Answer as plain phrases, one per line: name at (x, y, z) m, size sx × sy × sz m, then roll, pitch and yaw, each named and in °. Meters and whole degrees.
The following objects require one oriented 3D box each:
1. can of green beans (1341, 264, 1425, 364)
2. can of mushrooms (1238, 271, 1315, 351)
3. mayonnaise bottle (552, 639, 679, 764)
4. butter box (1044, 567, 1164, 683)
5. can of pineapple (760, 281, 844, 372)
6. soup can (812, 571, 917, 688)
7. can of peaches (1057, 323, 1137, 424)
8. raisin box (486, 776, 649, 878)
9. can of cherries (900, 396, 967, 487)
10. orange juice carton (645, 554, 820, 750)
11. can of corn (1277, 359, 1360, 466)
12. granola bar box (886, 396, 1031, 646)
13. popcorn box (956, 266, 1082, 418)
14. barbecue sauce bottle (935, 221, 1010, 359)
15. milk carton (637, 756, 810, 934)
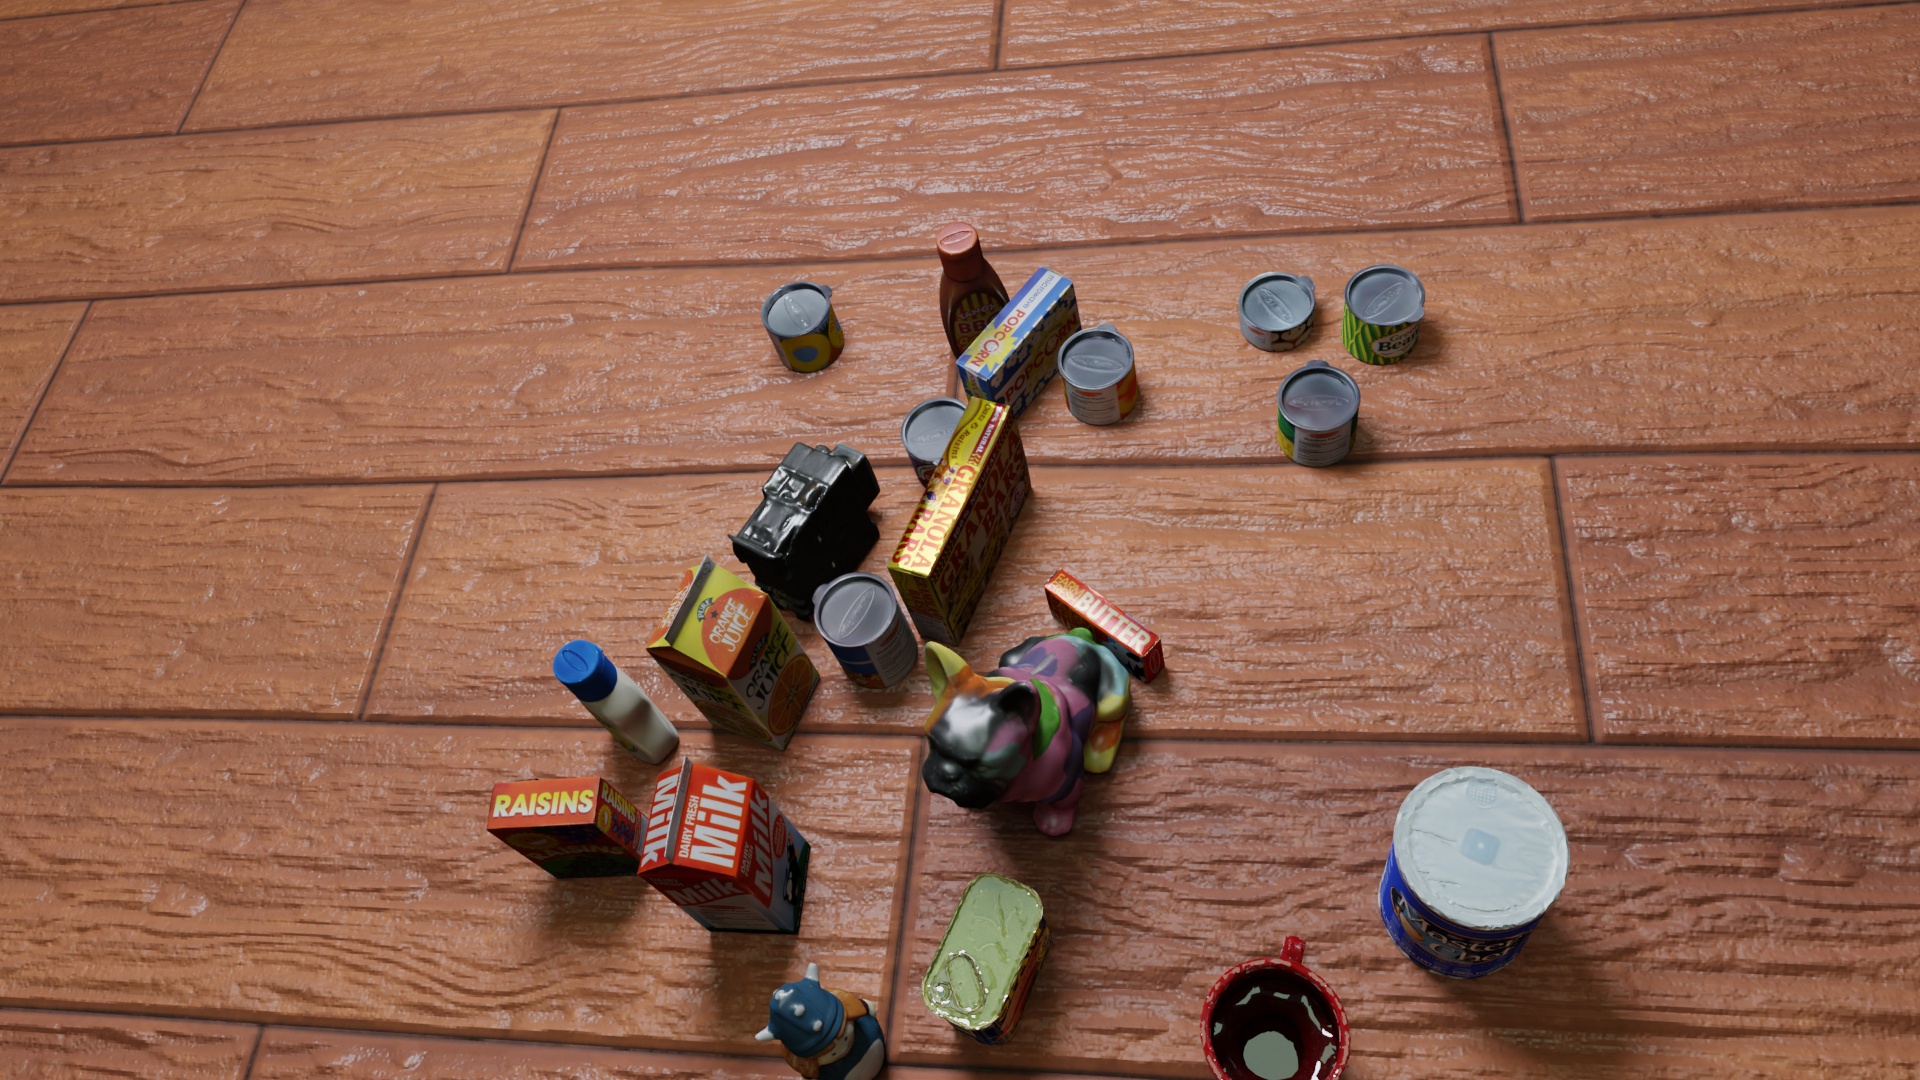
can of green beans at (0.363, -0.194, 1.196) m, size 0.071 × 0.057 × 0.071 m, roll -5°, pitch 59°, yaw 9°
can of mushrooms at (0.283, -0.204, 1.233) m, size 0.071 × 0.033 × 0.071 m, roll -5°, pitch 59°, yaw 9°
mayonnaise bottle at (-0.272, 0.125, 1.088) m, size 0.065 × 0.147 × 0.041 m, roll 32°, pitch 71°, yaw 26°
butter box at (0.113, 0.067, 1.098) m, size 0.104 × 0.053 × 0.024 m, roll 36°, pitch 73°, yaw 27°
can of pineapple at (-0.146, -0.201, 1.305) m, size 0.071 × 0.057 × 0.071 m, roll -5°, pitch 59°, yaw 9°
soup can at (-0.077, 0.072, 1.116) m, size 0.071 × 0.083 × 0.071 m, roll -5°, pitch 59°, yaw 9°
can of peaches at (0.122, -0.145, 1.217) m, size 0.071 × 0.057 × 0.071 m, roll -5°, pitch 59°, yaw 9°
raisin box at (-0.290, 0.218, 1.051) m, size 0.086 × 0.123 × 0.040 m, roll -5°, pitch 60°, yaw 9°
can of cherries at (-0.014, -0.079, 1.207) m, size 0.071 × 0.058 × 0.072 m, roll -5°, pitch 59°, yaw 9°
orange juice carton at (-0.177, 0.086, 1.065) m, size 0.073 × 0.192 × 0.072 m, roll 16°, pitch 65°, yaw 20°
can of corn at (0.297, -0.105, 1.158) m, size 0.071 × 0.058 × 0.071 m, roll -5°, pitch 59°, yaw 9°
granola bar box at (0.004, -0.014, 1.126) m, size 0.039 × 0.123 × 0.166 m, roll 16°, pitch 65°, yaw 20°
popcorn box at (0.055, -0.168, 1.229) m, size 0.038 × 0.085 × 0.127 m, roll 31°, pitch 71°, yaw 26°
barbecue sauce bottle at (0.009, -0.220, 1.231) m, size 0.065 × 0.148 × 0.044 m, roll -19°, pitch 58°, yaw 1°
milk carton at (-0.170, 0.220, 0.986) m, size 0.073 × 0.189 × 0.072 m, roll -1°, pitch 60°, yaw 11°
